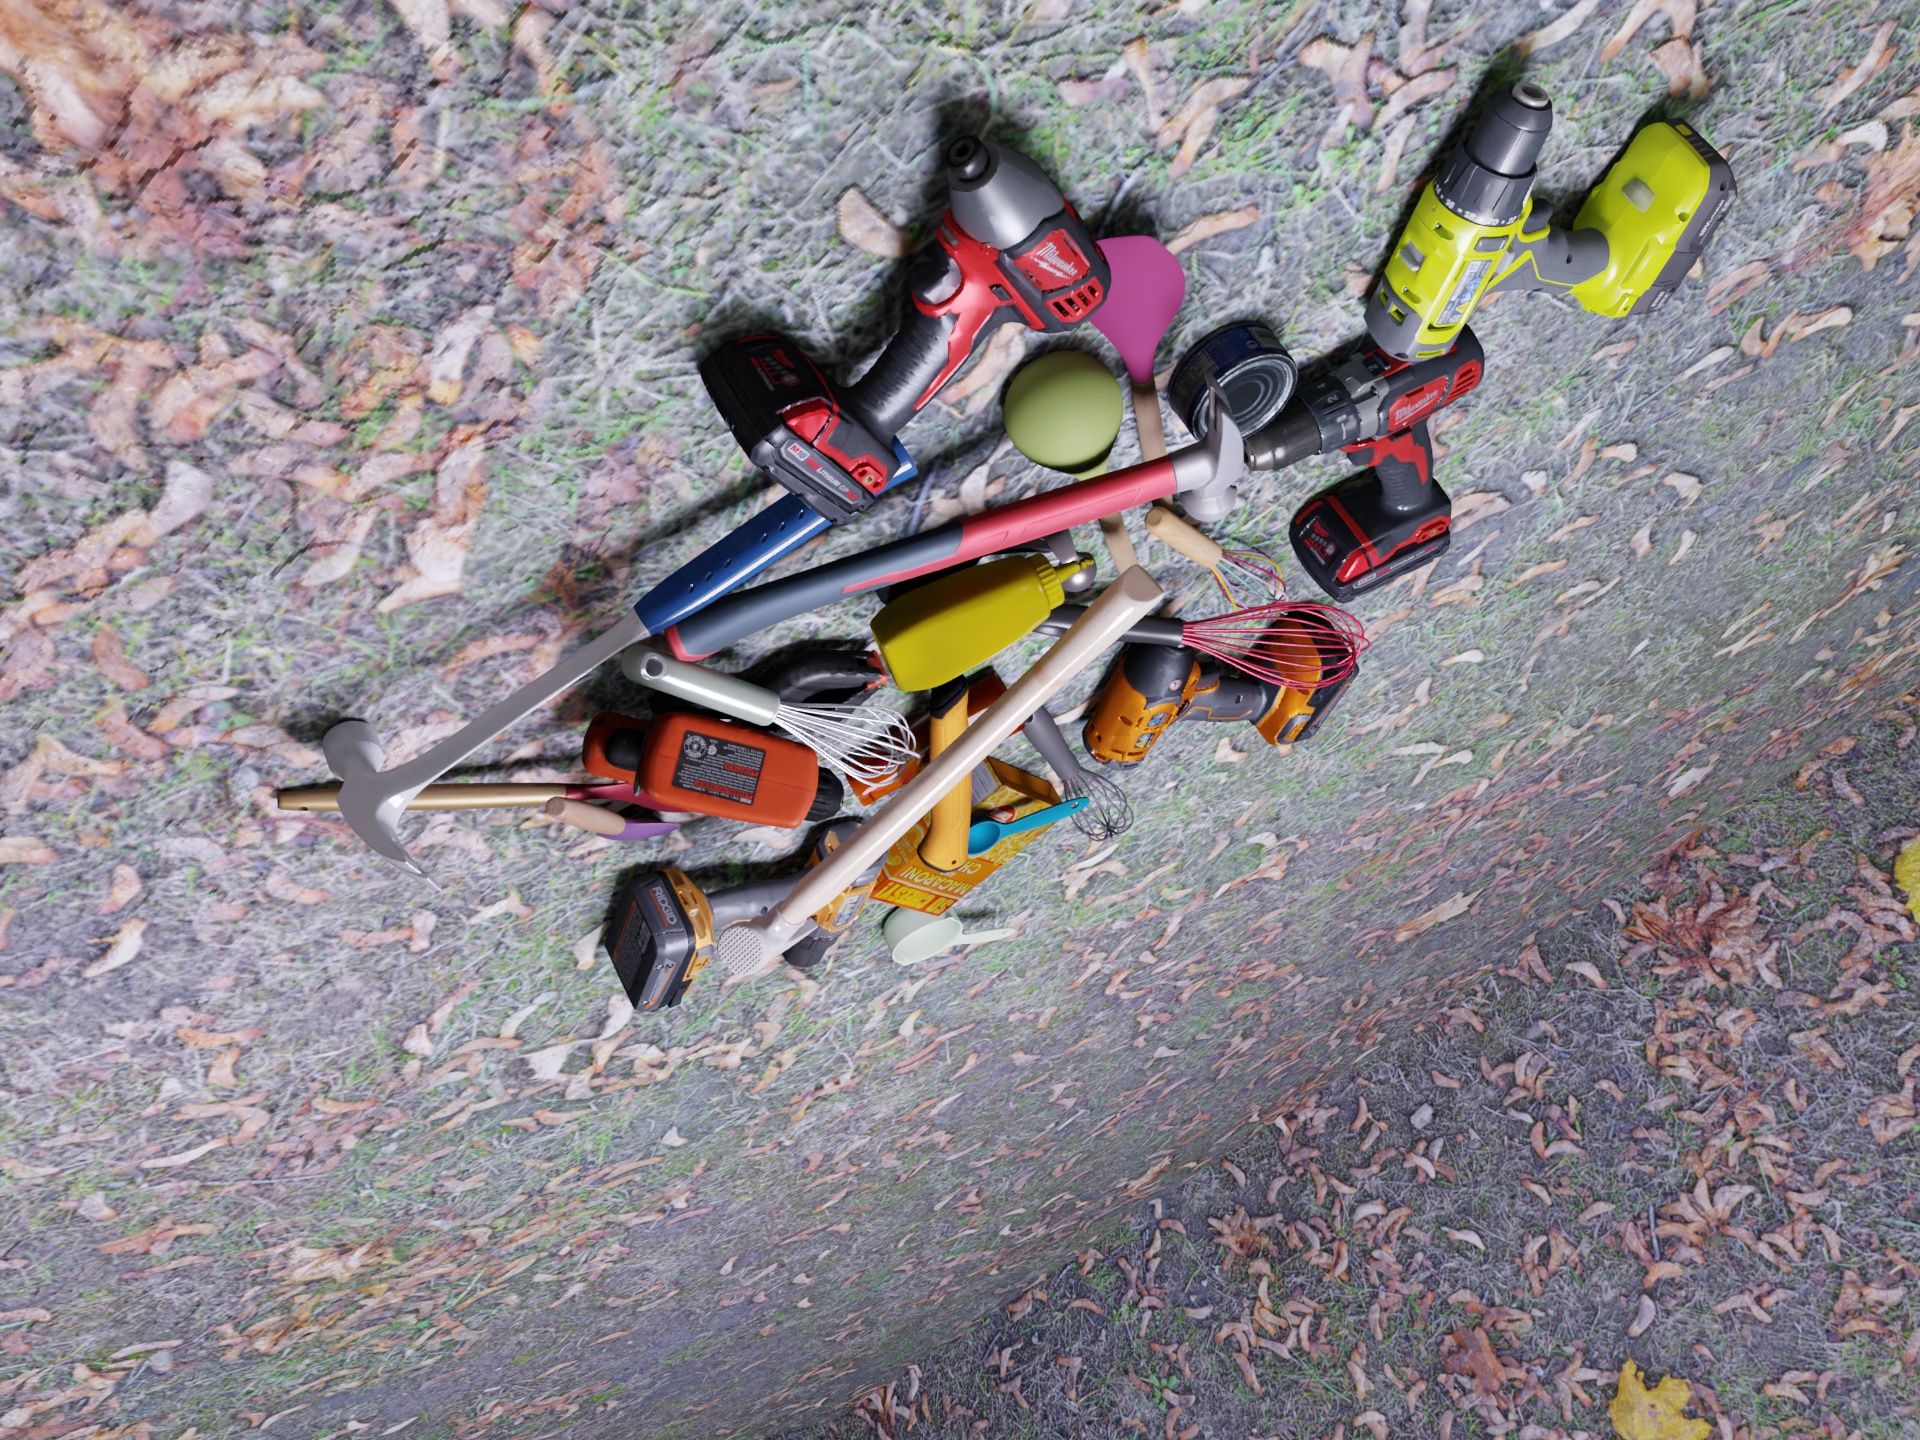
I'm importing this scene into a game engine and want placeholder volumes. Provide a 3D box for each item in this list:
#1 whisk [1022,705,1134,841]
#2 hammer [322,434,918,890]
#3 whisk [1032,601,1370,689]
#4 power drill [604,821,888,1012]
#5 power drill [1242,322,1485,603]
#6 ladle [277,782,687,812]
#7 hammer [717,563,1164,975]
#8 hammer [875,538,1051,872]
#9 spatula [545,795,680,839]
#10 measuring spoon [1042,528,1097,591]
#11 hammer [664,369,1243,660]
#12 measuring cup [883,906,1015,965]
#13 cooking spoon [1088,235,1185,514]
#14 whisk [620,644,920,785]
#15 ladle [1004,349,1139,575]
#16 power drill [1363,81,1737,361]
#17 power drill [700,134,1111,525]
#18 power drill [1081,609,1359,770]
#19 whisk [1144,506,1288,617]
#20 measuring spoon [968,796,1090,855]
[{"bbox_3d":[0.098,0.042,1.409,0.055,0.055,0.238,-32,139,5],"label":"whisk"},{"bbox_3d":[-0.200,-0.051,0.969,0.405,0.144,0.035,-35,140,-3],"label":"hammer"},{"bbox_3d":[0.191,-0.068,1.266,0.295,0.073,0.073,5,141,-15],"label":"whisk"},{"bbox_3d":[-0.185,0.178,1.370,0.226,0.084,0.185,-14,149,-33],"label":"power drill"},{"bbox_3d":[0.300,-0.190,1.217,0.188,0.080,0.226,-26,148,-6],"label":"power drill"},{"bbox_3d":[-0.298,0.049,1.092,0.315,0.031,0.069,-1,150,-28],"label":"ladle"},{"bbox_3d":[-0.009,0.036,1.172,0.410,0.038,0.146,-43,174,13],"label":"hammer"},{"bbox_3d":[-0.002,-0.004,1.219,0.127,0.034,0.336,-16,137,-17],"label":"hammer"},{"bbox_3d":[-0.239,0.069,1.088,0.060,0.018,0.316,-9,173,-2],"label":"spatula"},{"bbox_3d":[0.077,-0.127,1.176,0.034,0.018,0.124,-34,151,3],"label":"measuring spoon"},{"bbox_3d":[-0.009,-0.119,1.015,0.386,0.038,0.143,-18,160,3],"label":"hammer"},{"bbox_3d":[-0.009,0.206,1.606,0.167,0.038,0.083,3,138,-46],"label":"measuring cup"},{"bbox_3d":[0.124,-0.216,1.065,0.069,0.017,0.318,-3,156,11],"label":"cooking spoon"},{"bbox_3d":[-0.127,-0.006,1.103,0.246,0.059,0.058,21,82,-37],"label":"whisk"},{"bbox_3d":[0.099,-0.160,1.135,0.078,0.062,0.320,-29,158,4],"label":"ladle"},{"bbox_3d":[0.400,-0.339,1.068,0.228,0.080,0.190,-12,147,-23],"label":"power drill"},{"bbox_3d":[-0.029,-0.221,0.886,0.219,0.079,0.143,-39,149,11],"label":"power drill"},{"bbox_3d":[0.231,-0.036,1.392,0.226,0.084,0.164,-8,145,-26],"label":"power drill"},{"bbox_3d":[0.204,-0.122,1.256,0.047,0.051,0.244,-34,154,22],"label":"whisk"},{"bbox_3d":[0.053,0.084,1.396,0.128,0.021,0.042,-17,139,-17],"label":"measuring spoon"}]
